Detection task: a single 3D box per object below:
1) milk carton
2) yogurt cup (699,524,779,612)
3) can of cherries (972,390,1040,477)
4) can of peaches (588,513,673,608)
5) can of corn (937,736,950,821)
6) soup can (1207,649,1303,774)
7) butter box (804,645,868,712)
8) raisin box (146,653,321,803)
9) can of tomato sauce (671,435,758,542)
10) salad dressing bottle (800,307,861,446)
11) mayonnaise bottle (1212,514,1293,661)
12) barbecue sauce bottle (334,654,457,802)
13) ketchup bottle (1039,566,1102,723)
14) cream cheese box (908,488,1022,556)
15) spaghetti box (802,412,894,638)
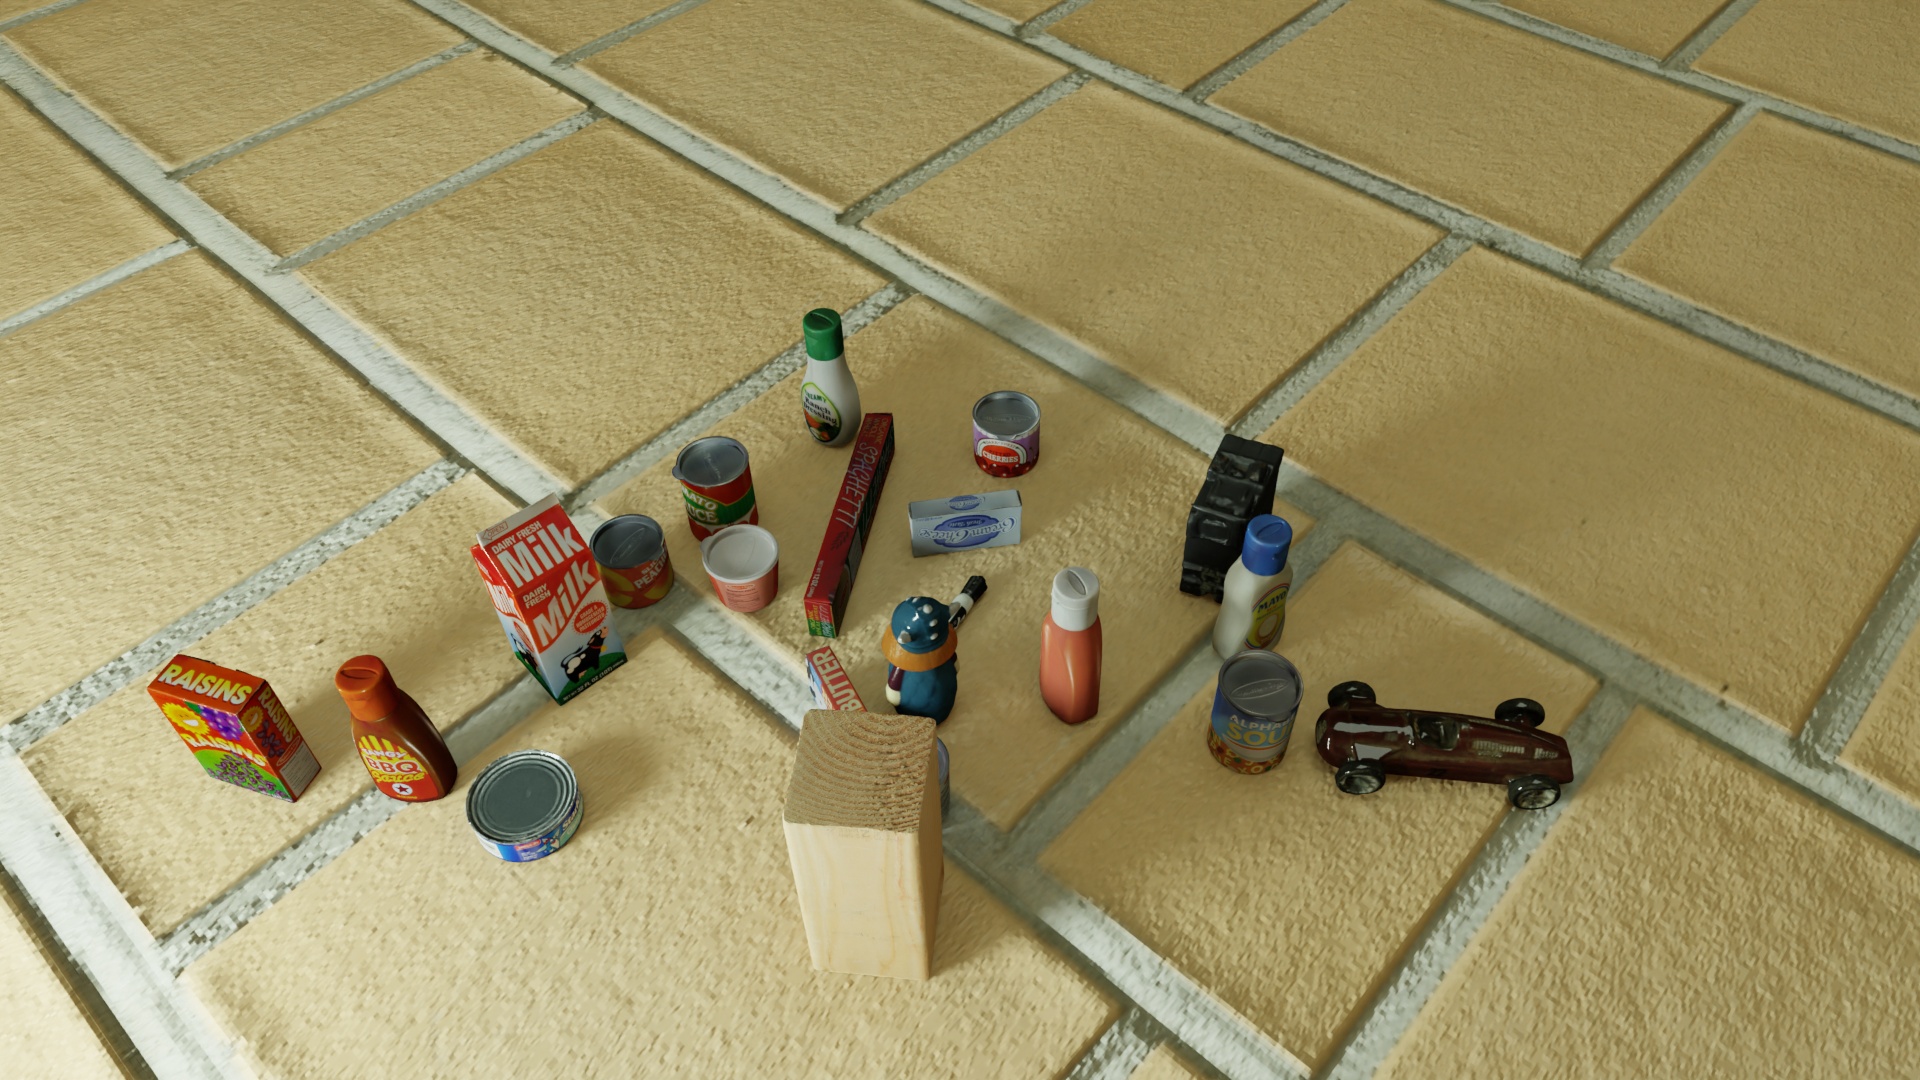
[{"bbox_3d":[-0.341,0.042,1.144,0.072,0.189,0.073,-35,56,-27],"label":"milk carton"},{"bbox_3d":[-0.194,0.028,1.247,0.072,0.053,0.073,0,47,1],"label":"yogurt cup"},{"bbox_3d":[0.044,-0.102,1.360,0.071,0.058,0.072,0,47,1],"label":"can of cherries"},{"bbox_3d":[-0.294,0.020,1.253,0.071,0.057,0.071,0,47,1],"label":"can of peaches"},{"bbox_3d":[-0.043,0.189,1.092,0.071,0.058,0.071,-1,47,1],"label":"can of corn"},{"bbox_3d":[0.236,0.141,1.115,0.071,0.083,0.072,-1,47,1],"label":"soup can"},{"bbox_3d":[-0.096,0.141,1.142,0.024,0.052,0.104,-21,50,-17],"label":"butter box"},{"bbox_3d":[-0.570,0.149,1.095,0.086,0.122,0.040,14,49,13],"label":"raisin box"},{"bbox_3d":[-0.227,-0.044,1.294,0.071,0.082,0.071,-1,47,1],"label":"can of tomato sauce"},{"bbox_3d":[-0.129,-0.159,1.355,0.064,0.146,0.044,31,55,26],"label":"salad dressing bottle"},{"bbox_3d":[0.248,0.041,1.163,0.065,0.147,0.041,-27,52,-21],"label":"mayonnaise bottle"},{"bbox_3d":[-0.442,0.147,1.078,0.065,0.147,0.044,4,48,5],"label":"barbecue sauce bottle"},{"bbox_3d":[0.090,0.083,1.127,0.043,0.148,0.065,-18,50,-15],"label":"ketchup bottle"},{"bbox_3d":[0.005,-0.016,1.284,0.104,0.053,0.024,-7,48,-6],"label":"cream cheese box"},{"bbox_3d":[-0.100,-0.020,1.292,0.029,0.049,0.251,7,48,7],"label":"spaghetti box"}]
